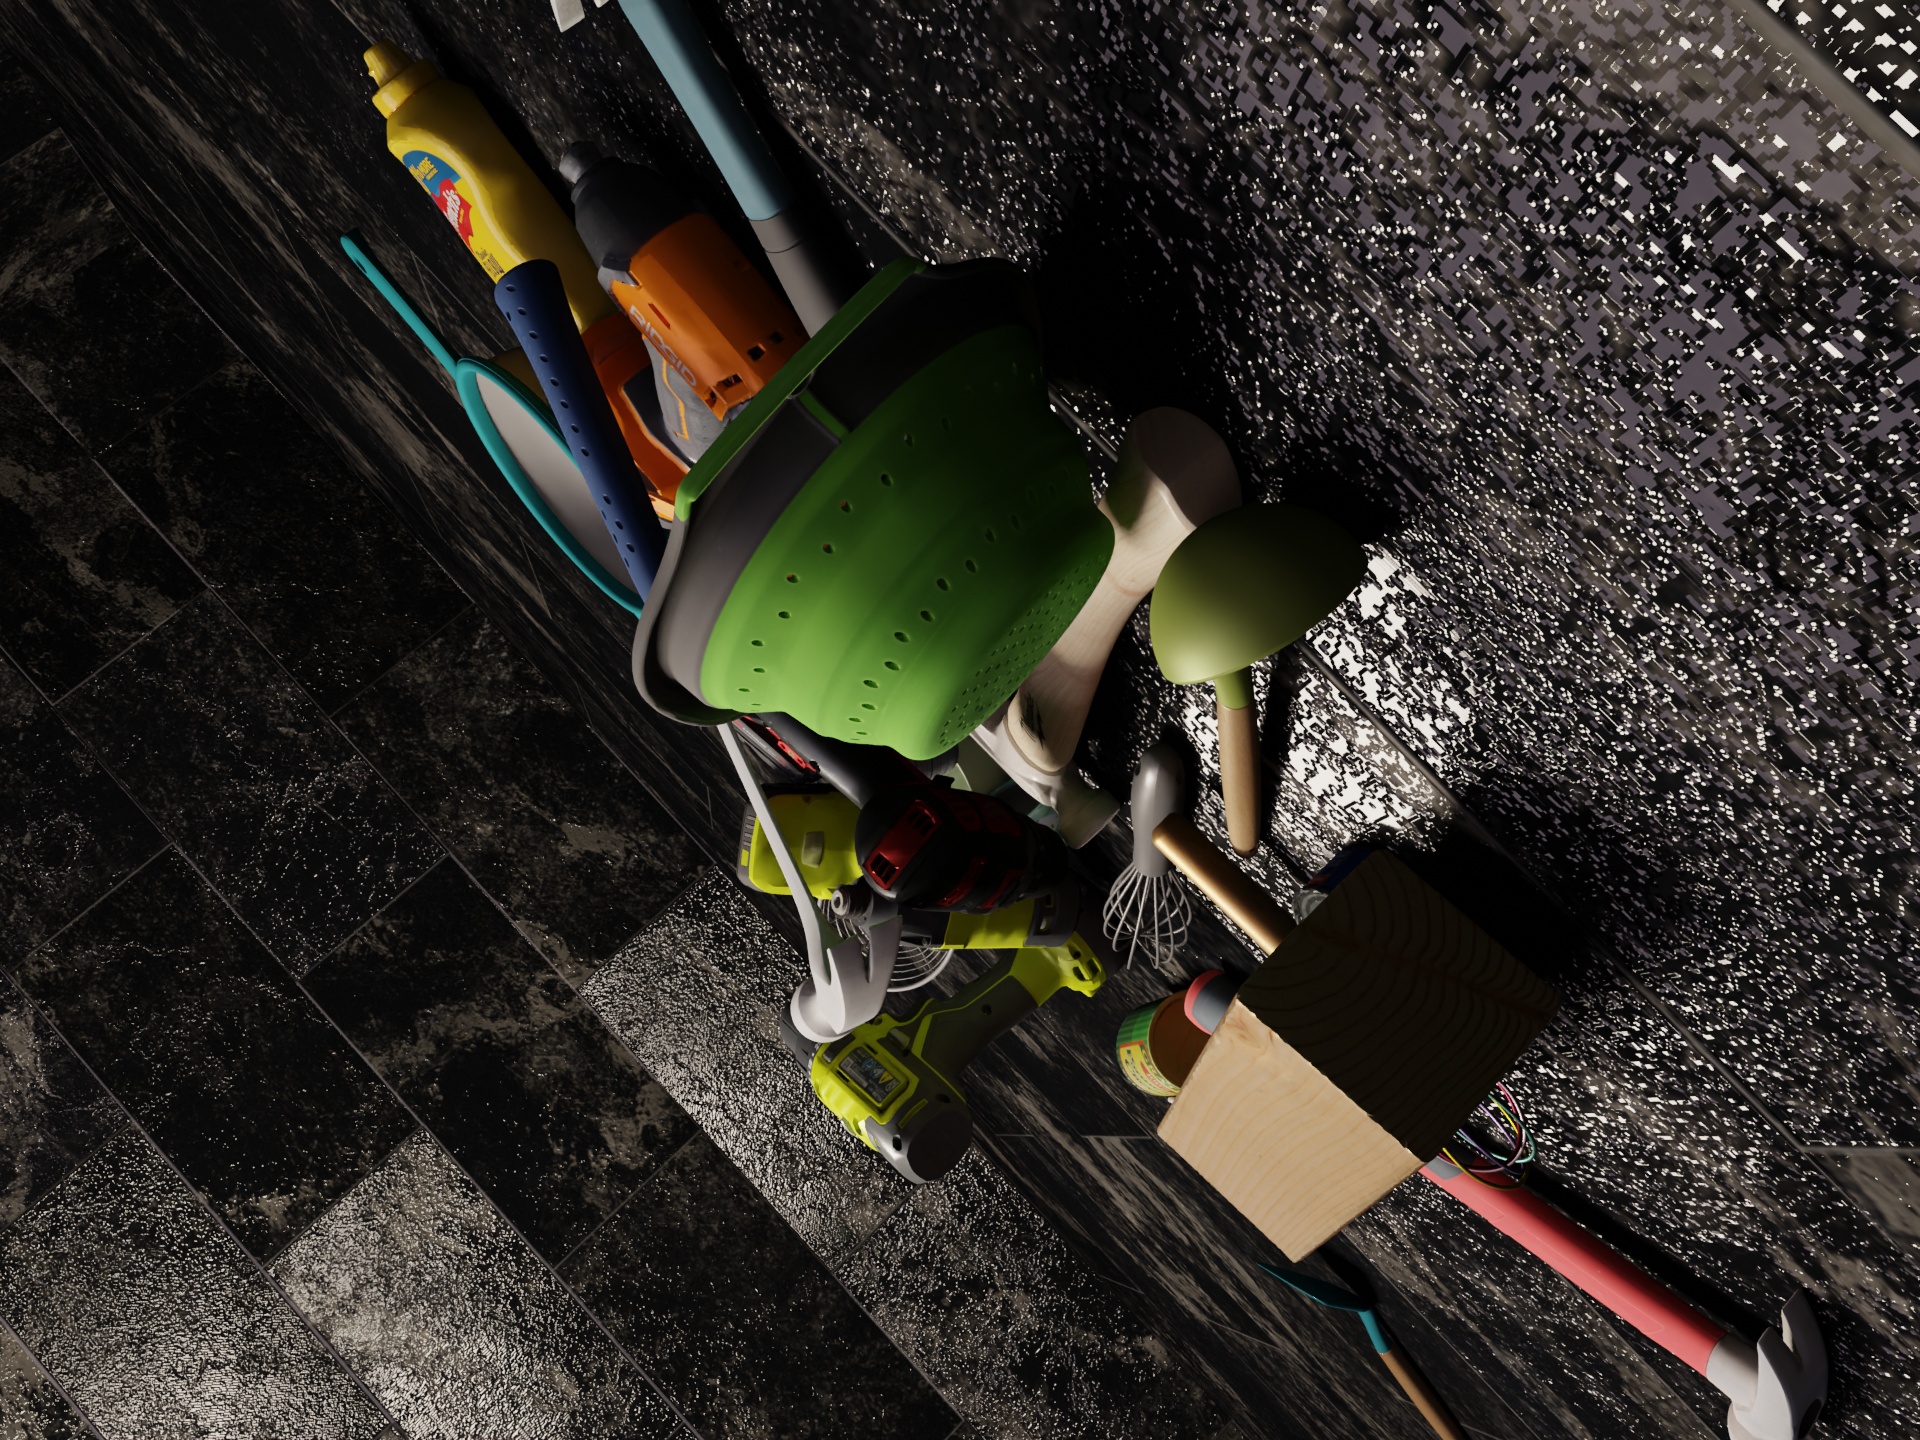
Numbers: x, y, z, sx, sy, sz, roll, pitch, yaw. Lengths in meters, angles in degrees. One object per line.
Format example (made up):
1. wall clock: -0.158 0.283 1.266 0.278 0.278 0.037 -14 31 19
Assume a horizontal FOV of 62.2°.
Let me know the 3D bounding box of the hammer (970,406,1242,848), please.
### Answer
1. hammer: 0.048 -0.044 0.748 0.146 0.038 0.410 47 164 9

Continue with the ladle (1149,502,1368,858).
1. ladle: 0.121 0.008 0.648 0.062 0.078 0.319 51 174 25

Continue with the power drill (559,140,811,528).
1. power drill: -0.159 -0.201 0.848 0.164 0.084 0.226 50 160 -5

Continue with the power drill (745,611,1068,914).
1. power drill: -0.043 0.021 0.870 0.227 0.080 0.187 43 -169 24

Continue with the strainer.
1. strainer: -0.281 -0.226 1.085 0.340 0.095 0.211 49 162 5

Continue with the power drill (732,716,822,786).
1. power drill: -0.112 -0.055 1.044 0.143 0.078 0.219 41 154 8

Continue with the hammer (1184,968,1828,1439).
1. hammer: 0.261 0.231 0.842 0.387 0.038 0.143 32 157 44

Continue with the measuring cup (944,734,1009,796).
1. measuring cup: -0.002 -0.003 1.004 0.083 0.038 0.167 38 145 36

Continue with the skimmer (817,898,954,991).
1. skimmer: -0.075 0.095 1.282 0.127 0.090 0.362 5 144 11

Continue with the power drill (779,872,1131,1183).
1. power drill: -0.010 0.192 1.118 0.191 0.228 0.080 29 156 50

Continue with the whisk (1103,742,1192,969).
1. whisk: 0.105 0.078 0.879 0.055 0.055 0.238 41 160 24

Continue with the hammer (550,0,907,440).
1. hammer: -0.073 -0.207 0.679 0.128 0.033 0.330 26 154 52

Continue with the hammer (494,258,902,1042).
1. hammer: -0.130 -0.043 0.758 0.406 0.035 0.144 64 159 10

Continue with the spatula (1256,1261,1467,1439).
1. spatula: 0.364 0.554 1.351 0.317 0.044 0.082 53 160 -22

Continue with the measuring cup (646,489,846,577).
1. measuring cup: -0.088 -0.107 0.833 0.173 0.052 0.095 23 164 6

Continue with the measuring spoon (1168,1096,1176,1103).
1. measuring spoon: 0.196 0.255 1.032 0.124 0.018 0.034 9 159 22

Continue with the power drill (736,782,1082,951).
1. power drill: -0.051 0.100 1.064 0.171 0.080 0.223 5 -174 -35

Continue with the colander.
1. colander: -0.007 -0.039 0.649 0.094 0.204 0.397 42 174 10

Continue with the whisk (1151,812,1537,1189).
1. whisk: 0.187 0.136 0.779 0.245 0.047 0.051 44 163 6
